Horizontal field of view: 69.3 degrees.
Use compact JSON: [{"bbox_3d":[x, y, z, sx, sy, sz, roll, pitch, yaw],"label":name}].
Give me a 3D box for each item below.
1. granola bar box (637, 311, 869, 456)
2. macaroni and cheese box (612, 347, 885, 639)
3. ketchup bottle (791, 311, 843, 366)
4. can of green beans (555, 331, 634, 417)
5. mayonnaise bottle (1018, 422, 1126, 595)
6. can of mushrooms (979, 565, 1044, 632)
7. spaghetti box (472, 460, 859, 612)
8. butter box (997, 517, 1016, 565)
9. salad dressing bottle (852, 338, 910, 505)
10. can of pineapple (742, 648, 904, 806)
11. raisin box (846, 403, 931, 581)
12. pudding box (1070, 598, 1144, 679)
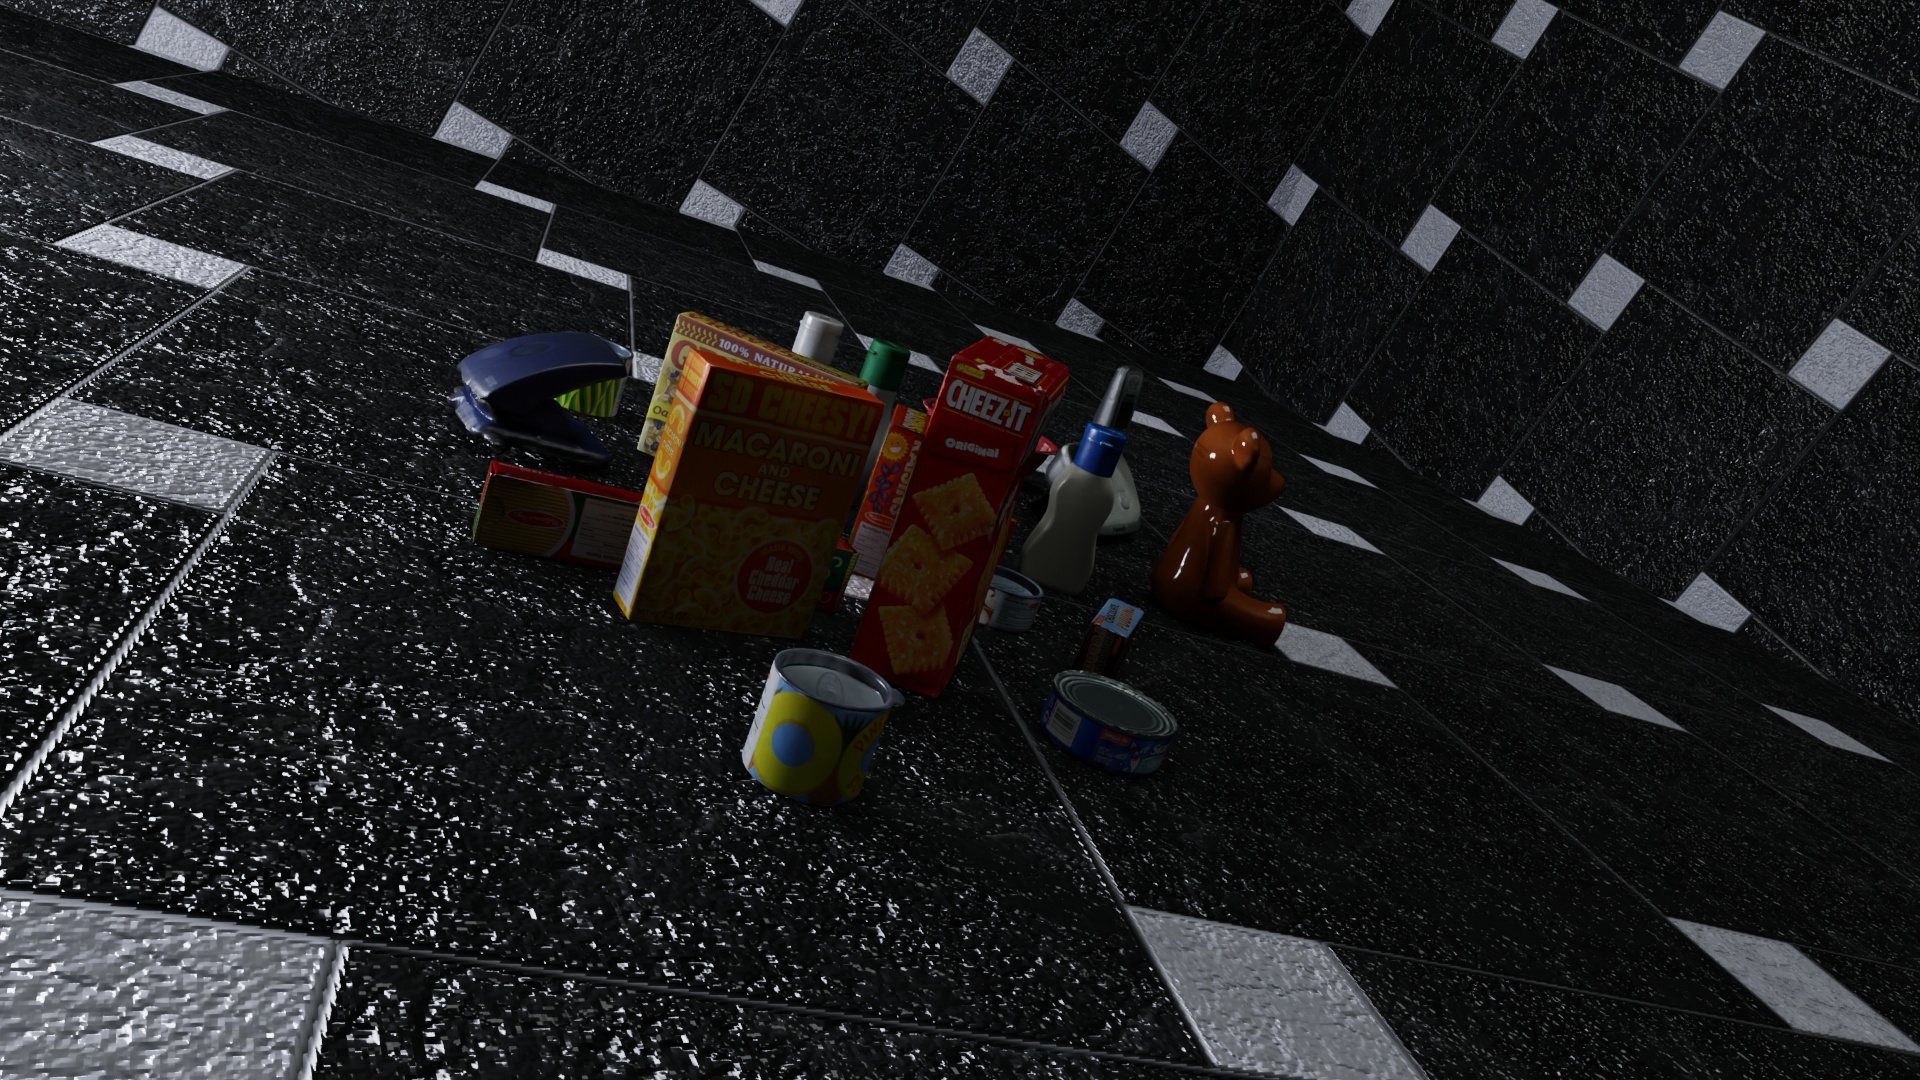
[{"bbox_3d":[-0.175,-0.105,1.166,0.166,0.124,0.039,22,15,6],"label":"granola bar box"},{"bbox_3d":[-0.132,-0.026,0.865,0.124,0.166,0.040,10,18,-35],"label":"macaroni and cheese box"},{"bbox_3d":[-0.146,-0.130,1.246,0.043,0.148,0.065,21,14,1],"label":"ketchup bottle"},{"bbox_3d":[-0.332,-0.148,1.242,0.071,0.057,0.071,19,15,-5],"label":"can of green beans"},{"bbox_3d":[0.103,-0.029,1.217,0.065,0.147,0.041,19,15,-8],"label":"mayonnaise bottle"},{"bbox_3d":[0.028,0.043,1.090,0.071,0.033,0.071,19,15,-5],"label":"can of mushrooms"},{"bbox_3d":[-0.190,0.001,0.920,0.250,0.050,0.029,13,16,-27],"label":"spaghetti box"},{"bbox_3d":[0.004,-0.015,1.225,0.024,0.053,0.104,9,19,-39],"label":"butter box"},{"bbox_3d":[-0.085,-0.106,1.243,0.044,0.147,0.064,9,19,-39],"label":"salad dressing bottle"},{"bbox_3d":[-0.072,0.097,0.722,0.071,0.057,0.071,19,15,-5],"label":"can of pineapple"},{"bbox_3d":[-0.055,-0.038,1.092,0.040,0.123,0.086,20,15,-4],"label":"raisin box"},{"bbox_3d":[0.110,0.077,1.045,0.030,0.049,0.084,23,15,11],"label":"pudding box"}]
